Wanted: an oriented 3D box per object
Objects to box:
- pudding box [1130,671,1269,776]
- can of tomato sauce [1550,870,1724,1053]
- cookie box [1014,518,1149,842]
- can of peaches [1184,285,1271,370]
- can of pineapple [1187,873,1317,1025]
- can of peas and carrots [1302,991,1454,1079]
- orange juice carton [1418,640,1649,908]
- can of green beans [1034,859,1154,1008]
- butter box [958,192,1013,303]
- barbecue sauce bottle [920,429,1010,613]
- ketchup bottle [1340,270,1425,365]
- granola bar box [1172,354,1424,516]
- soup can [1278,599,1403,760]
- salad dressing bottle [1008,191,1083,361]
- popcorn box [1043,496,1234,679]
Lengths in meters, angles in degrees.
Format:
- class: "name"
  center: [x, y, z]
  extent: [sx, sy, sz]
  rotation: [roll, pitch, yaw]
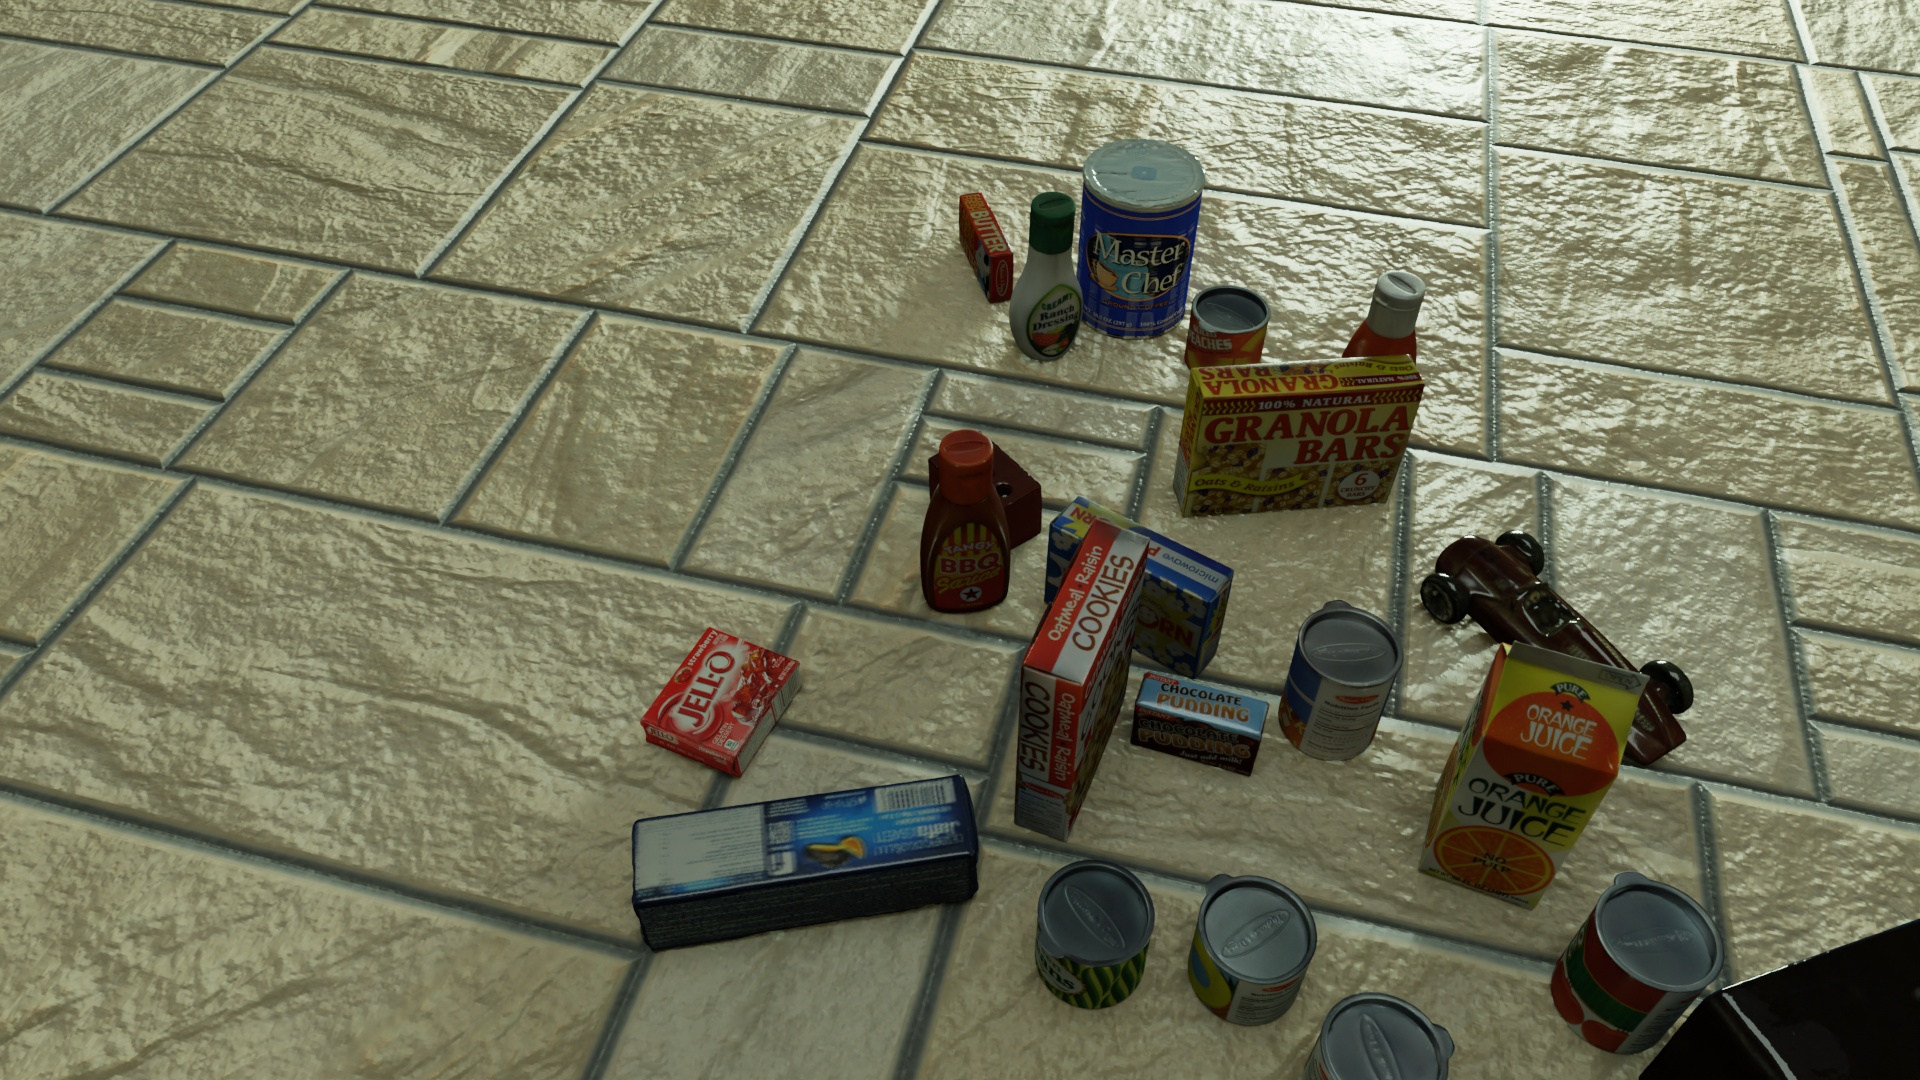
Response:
- class: "pudding box"
  center: [0.156, 0.120, 0.912]
  extent: [0.084, 0.049, 0.030]
  rotation: [14, 48, 12]
- class: "can of tomato sauce"
  center: [0.376, 0.238, 0.779]
  extent: [0.071, 0.082, 0.071]
  rotation: [0, 47, 0]
- class: "cookie box"
  center: [0.073, 0.088, 0.860]
  extent: [0.040, 0.166, 0.123]
  rotation: [17, 49, 15]
- class: "can of peaches"
  center: [0.224, -0.173, 1.181]
  extent: [0.071, 0.057, 0.071]
  rotation: [0, 47, 0]
- class: "can of pineapple"
  center: [0.166, 0.234, 0.799]
  extent: [0.071, 0.057, 0.071]
  rotation: [0, 47, 0]
- class: "can of peas and carrots"
  center: [0.225, 0.287, 0.749]
  extent: [0.071, 0.058, 0.071]
  rotation: [0, 47, 0]
- class: "orange juice carton"
  center: [0.330, 0.128, 0.808]
  extent: [0.072, 0.191, 0.073]
  rotation: [17, 49, 15]
- class: "can of green beans"
  center: [0.076, 0.228, 0.804]
  extent: [0.071, 0.057, 0.071]
  rotation: [0, 47, 0]
- class: "butter box"
  center: [0.023, -0.269, 1.272]
  extent: [0.024, 0.052, 0.104]
  rotation: [-11, 48, -11]
- class: "barbecue sauce bottle"
  center: [0.003, -0.012, 0.967]
  extent: [0.065, 0.147, 0.044]
  rotation: [-7, 47, -7]
- class: "ketchup bottle"
  center: [0.328, -0.140, 1.088]
  extent: [0.044, 0.148, 0.065]
  rotation: [-25, 52, -22]
- class: "granola bar box"
  center: [0.251, -0.077, 1.046]
  extent: [0.166, 0.123, 0.039]
  rotation: [-4, 47, -4]
- class: "soup can"
  center: [0.248, 0.093, 0.914]
  extent: [0.071, 0.083, 0.072]
  rotation: [0, 47, 0]
- class: "salad dressing bottle"
  center: [0.073, -0.220, 1.162]
  extent: [0.064, 0.146, 0.044]
  rotation: [-19, 50, -17]
- class: "popcorn box"
  center: [0.122, 0.033, 0.969]
  extent: [0.127, 0.084, 0.038]
  rotation: [27, 53, 23]
